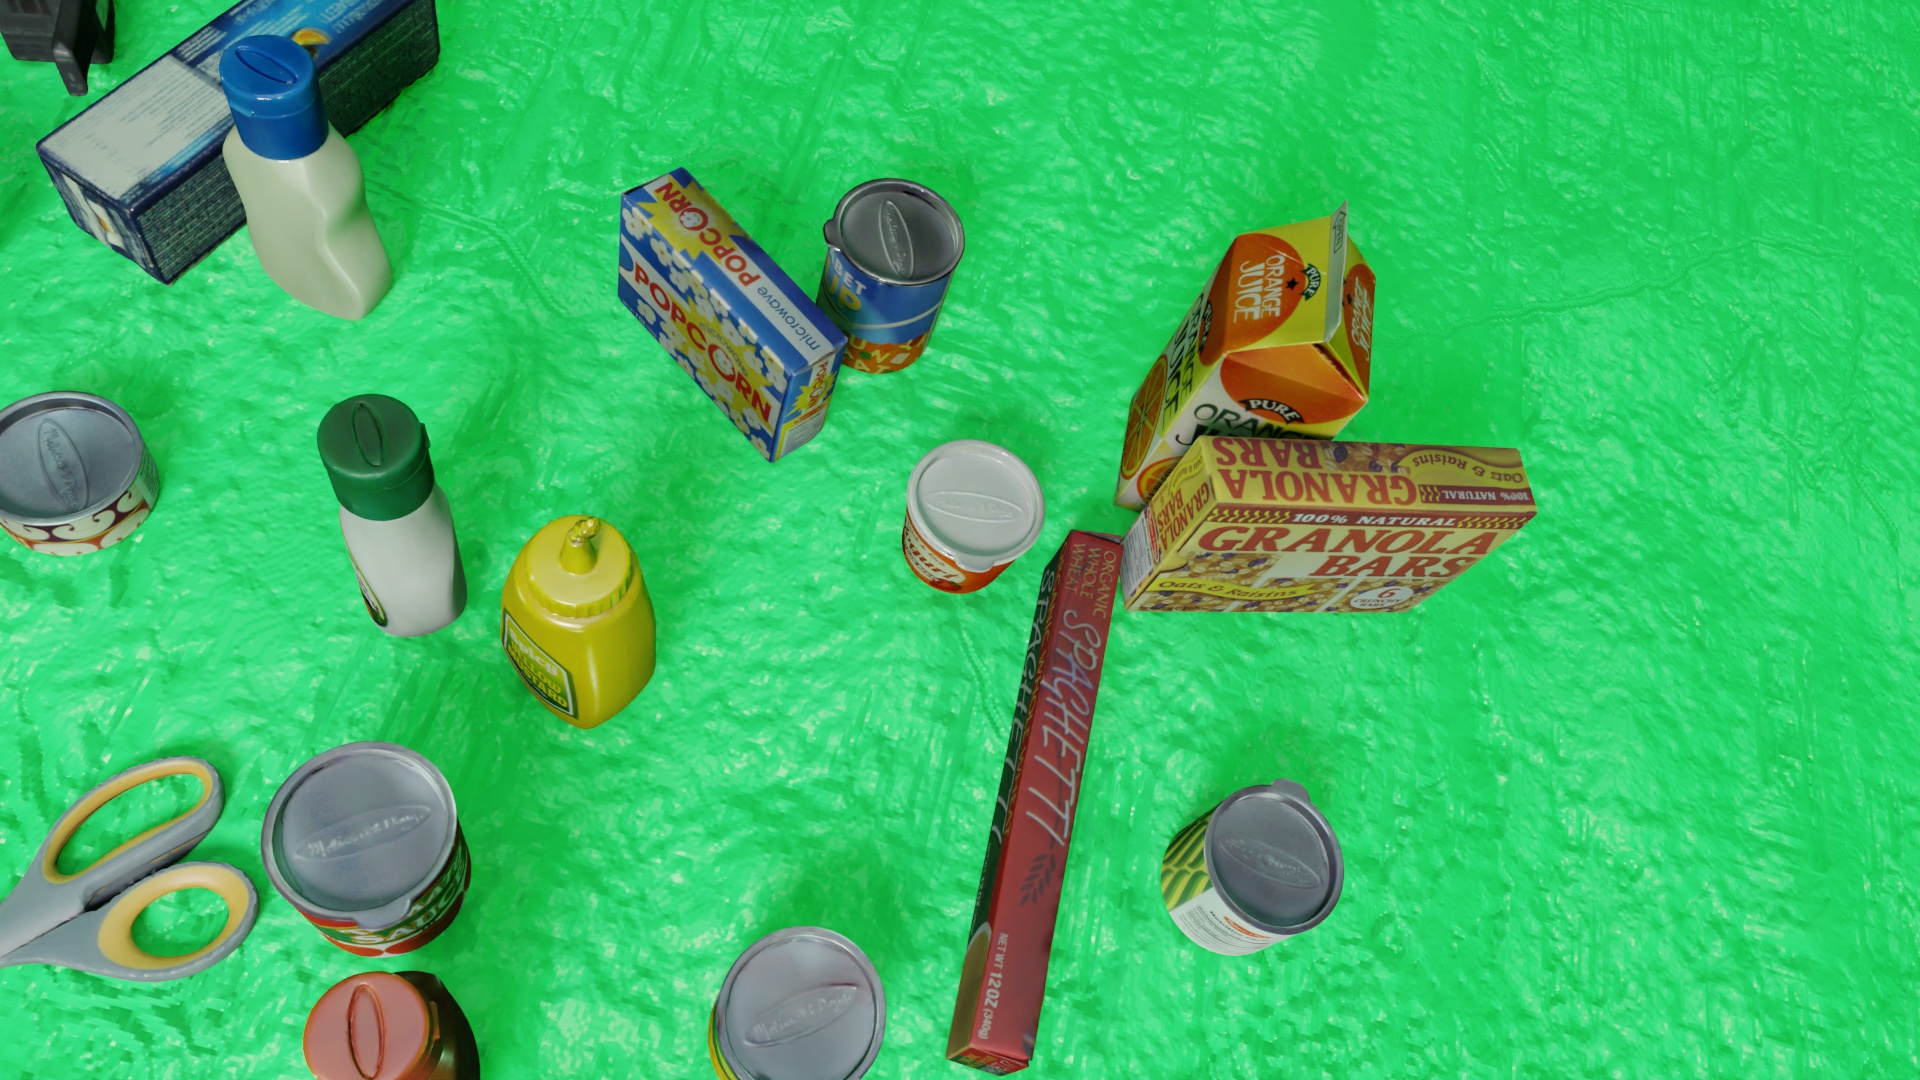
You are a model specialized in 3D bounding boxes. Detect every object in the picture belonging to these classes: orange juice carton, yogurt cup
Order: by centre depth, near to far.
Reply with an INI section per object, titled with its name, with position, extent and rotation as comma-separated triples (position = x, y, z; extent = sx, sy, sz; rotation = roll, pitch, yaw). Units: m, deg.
[orange juice carton]
position = 0.143, -0.079, 0.677
extent = 0.073, 0.191, 0.072
rotation = 16, 61, -6
[yogurt cup]
position = 0.002, -0.009, 0.684
extent = 0.072, 0.053, 0.072
rotation = 6, 63, -12

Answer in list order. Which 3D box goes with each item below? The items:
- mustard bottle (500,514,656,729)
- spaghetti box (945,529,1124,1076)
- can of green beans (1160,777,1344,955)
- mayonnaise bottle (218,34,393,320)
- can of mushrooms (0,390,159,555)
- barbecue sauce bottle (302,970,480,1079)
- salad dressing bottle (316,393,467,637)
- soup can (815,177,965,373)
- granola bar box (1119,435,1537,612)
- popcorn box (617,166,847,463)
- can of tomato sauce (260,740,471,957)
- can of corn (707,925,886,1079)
[mustard bottle]
position = -0.156, 0.027, 0.564
extent = 0.065, 0.159, 0.049
rotation = 42, 62, 8
[spaghetti box]
position = 0.036, 0.111, 0.635
extent = 0.029, 0.050, 0.251
rotation = 17, 61, -6
[can of green beans]
position = 0.132, 0.152, 0.635
extent = 0.071, 0.057, 0.071
rotation = 6, 63, -12
[mayonnaise bottle]
position = -0.298, -0.161, 0.628
extent = 0.065, 0.147, 0.041
rotation = 29, 61, 1
[can of mushrooms]
position = -0.390, -0.028, 0.603
extent = 0.071, 0.033, 0.071
rotation = 6, 63, -12
[barbecue sauce bottle]
position = -0.195, 0.180, 0.483
extent = 0.044, 0.147, 0.065
rotation = -8, 67, -18
[salad dressing bottle]
position = -0.231, -0.008, 0.569
extent = 0.044, 0.147, 0.064
rotation = -15, 69, -21
[soup can]
position = -0.042, -0.135, 0.719
extent = 0.071, 0.083, 0.071
rotation = 6, 63, -12
[granola bar box]
position = 0.175, -0.003, 0.686
extent = 0.166, 0.123, 0.039
rotation = 1, 64, -14
[popcorn box]
position = -0.115, -0.110, 0.686
extent = 0.038, 0.084, 0.127
rotation = -38, 78, -27
[can of tomato sauce]
position = -0.226, 0.124, 0.540
extent = 0.071, 0.082, 0.071
rotation = 6, 63, -12
[can of corn]
position = -0.066, 0.197, 0.560
extent = 0.071, 0.058, 0.071
rotation = 6, 63, -12
